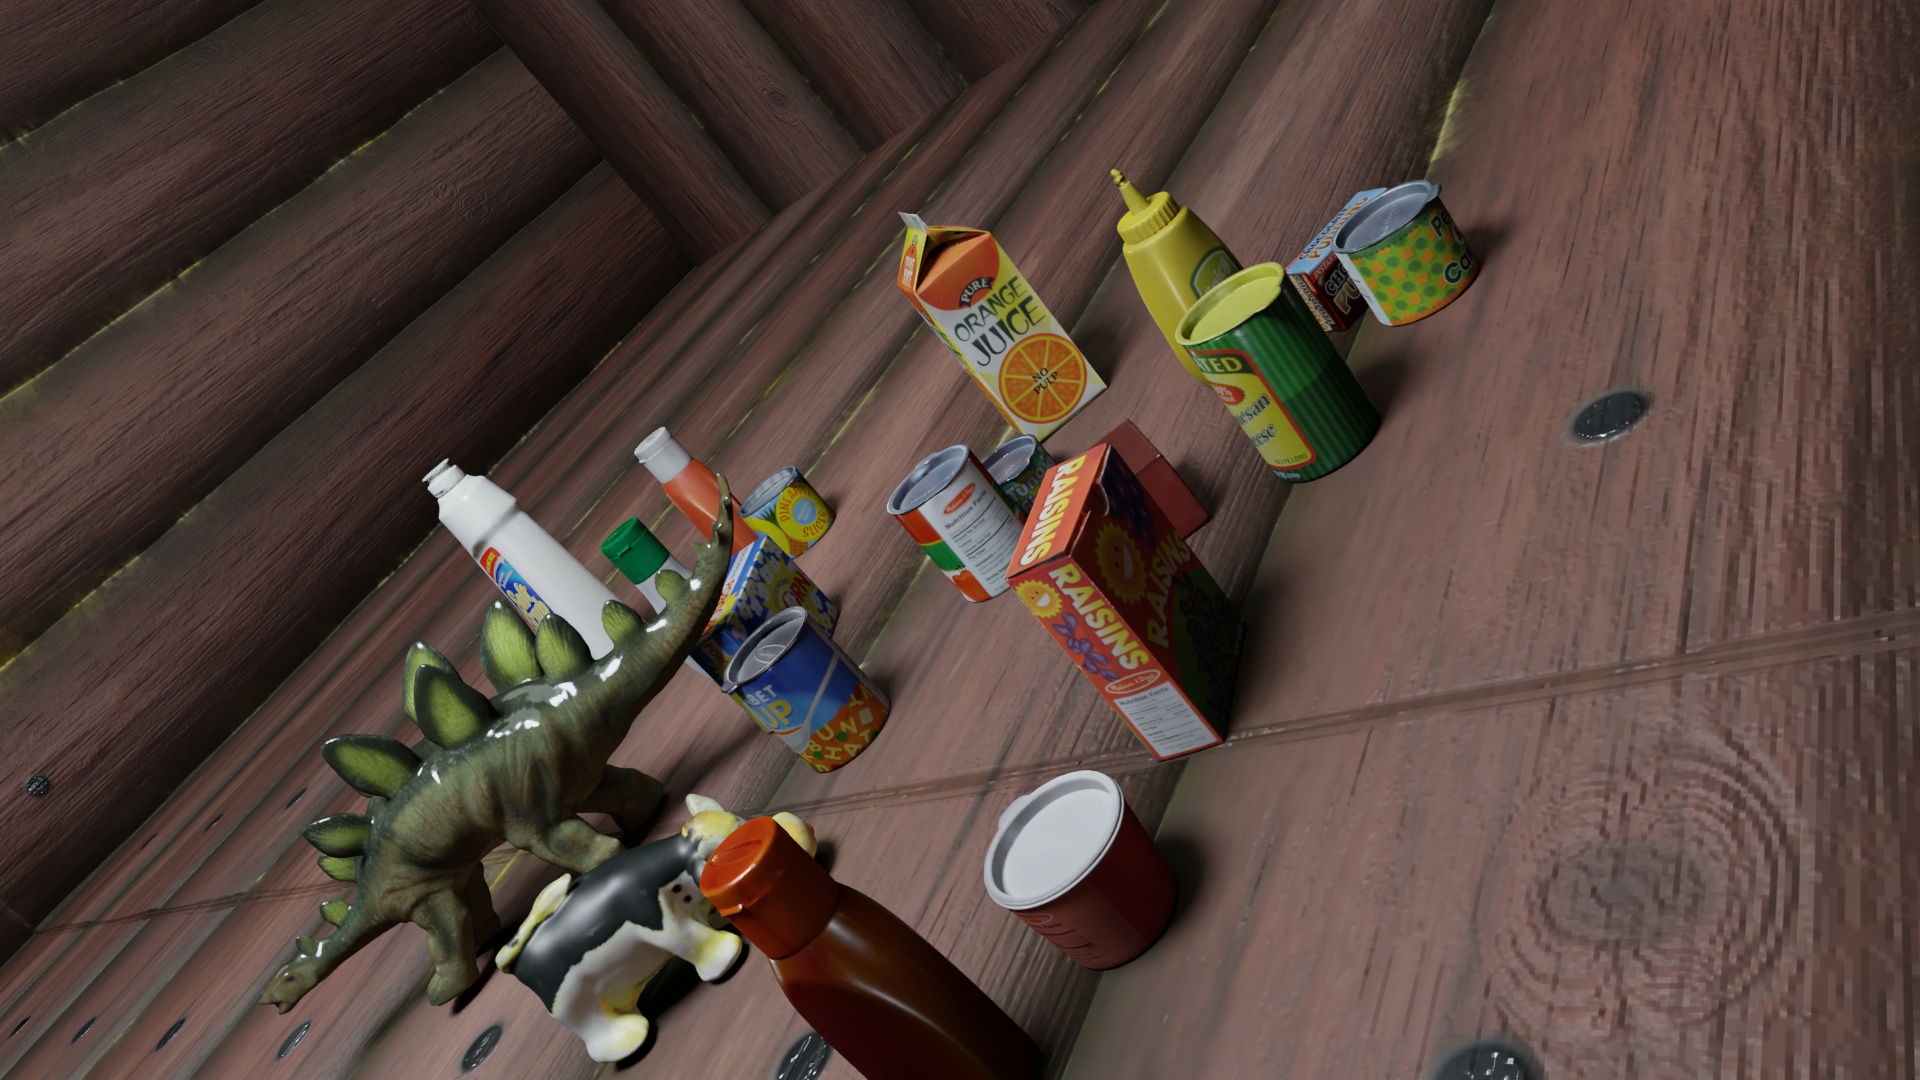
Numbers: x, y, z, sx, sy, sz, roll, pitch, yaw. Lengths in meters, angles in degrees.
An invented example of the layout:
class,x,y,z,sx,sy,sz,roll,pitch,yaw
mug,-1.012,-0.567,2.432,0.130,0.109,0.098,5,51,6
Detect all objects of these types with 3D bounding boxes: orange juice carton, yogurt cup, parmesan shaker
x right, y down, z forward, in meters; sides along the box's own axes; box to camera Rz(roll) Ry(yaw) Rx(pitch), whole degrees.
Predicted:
class,x,y,z,sx,sy,sz,roll,pitch,yaw
orange juice carton,0.019,-0.170,1.044,0.073,0.192,0.072,-40,21,0
yogurt cup,0.052,0.137,0.568,0.072,0.054,0.073,-34,22,16
parmesan shaker,0.173,-0.089,0.747,0.071,0.103,0.071,-34,22,16

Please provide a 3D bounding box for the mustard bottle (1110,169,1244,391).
class,x,y,z,sx,sy,sz,roll,pitch,yaw
mustard bottle,0.142,-0.169,0.881,0.065,0.160,0.048,-50,23,-24

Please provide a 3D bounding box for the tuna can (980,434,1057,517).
class,x,y,z,sx,sy,sz,roll,pitch,yaw
tuna can,0.037,-0.041,0.978,0.071,0.032,0.071,-34,22,16

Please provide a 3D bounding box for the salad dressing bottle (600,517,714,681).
class,x,y,z,sx,sy,sz,roll,pitch,yaw
salad dressing bottle,-0.210,0.046,1.060,0.064,0.147,0.044,-37,21,8

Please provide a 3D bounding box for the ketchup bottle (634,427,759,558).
class,x,y,z,sx,sy,sz,roll,pitch,yaw
ketchup bottle,-0.233,-0.036,1.262,0.044,0.148,0.064,-49,22,-22

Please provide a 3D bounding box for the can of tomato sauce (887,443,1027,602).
class,x,y,z,sx,sy,sz,roll,pitch,yaw
can of tomato sauce,0.003,-0.011,0.906,0.071,0.083,0.071,-34,22,16

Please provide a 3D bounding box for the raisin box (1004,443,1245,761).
class,x,y,z,sx,sy,sz,roll,pitch,yaw
raisin box,0.080,0.028,0.641,0.040,0.123,0.086,-25,26,35

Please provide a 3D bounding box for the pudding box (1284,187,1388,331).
class,x,y,z,sx,sy,sz,roll,pitch,yaw
pudding box,0.246,-0.177,0.875,0.084,0.049,0.030,-46,21,-14

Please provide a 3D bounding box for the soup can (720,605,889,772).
class,x,y,z,sx,sy,sz,roll,pitch,yaw
soup can,-0.096,0.095,0.860,0.071,0.083,0.071,-34,22,16

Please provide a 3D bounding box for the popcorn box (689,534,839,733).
class,x,y,z,sx,sy,sz,roll,pitch,yaw
popcorn box,-0.137,0.064,0.988,0.038,0.085,0.127,-31,23,23

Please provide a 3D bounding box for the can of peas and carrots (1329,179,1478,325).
class,x,y,z,sx,sy,sz,roll,pitch,yaw
can of peas and carrots,0.264,-0.170,0.819,0.071,0.058,0.071,-34,22,16

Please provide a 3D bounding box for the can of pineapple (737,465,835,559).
class,x,y,z,sx,sy,sz,roll,pitch,yaw
can of pineapple,-0.152,-0.024,1.228,0.071,0.057,0.071,-34,22,16

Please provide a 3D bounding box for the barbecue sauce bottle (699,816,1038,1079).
class,x,y,z,sx,sy,sz,roll,pitch,yaw
barbecue sauce bottle,-0.037,0.166,0.526,0.064,0.148,0.044,-25,26,36
